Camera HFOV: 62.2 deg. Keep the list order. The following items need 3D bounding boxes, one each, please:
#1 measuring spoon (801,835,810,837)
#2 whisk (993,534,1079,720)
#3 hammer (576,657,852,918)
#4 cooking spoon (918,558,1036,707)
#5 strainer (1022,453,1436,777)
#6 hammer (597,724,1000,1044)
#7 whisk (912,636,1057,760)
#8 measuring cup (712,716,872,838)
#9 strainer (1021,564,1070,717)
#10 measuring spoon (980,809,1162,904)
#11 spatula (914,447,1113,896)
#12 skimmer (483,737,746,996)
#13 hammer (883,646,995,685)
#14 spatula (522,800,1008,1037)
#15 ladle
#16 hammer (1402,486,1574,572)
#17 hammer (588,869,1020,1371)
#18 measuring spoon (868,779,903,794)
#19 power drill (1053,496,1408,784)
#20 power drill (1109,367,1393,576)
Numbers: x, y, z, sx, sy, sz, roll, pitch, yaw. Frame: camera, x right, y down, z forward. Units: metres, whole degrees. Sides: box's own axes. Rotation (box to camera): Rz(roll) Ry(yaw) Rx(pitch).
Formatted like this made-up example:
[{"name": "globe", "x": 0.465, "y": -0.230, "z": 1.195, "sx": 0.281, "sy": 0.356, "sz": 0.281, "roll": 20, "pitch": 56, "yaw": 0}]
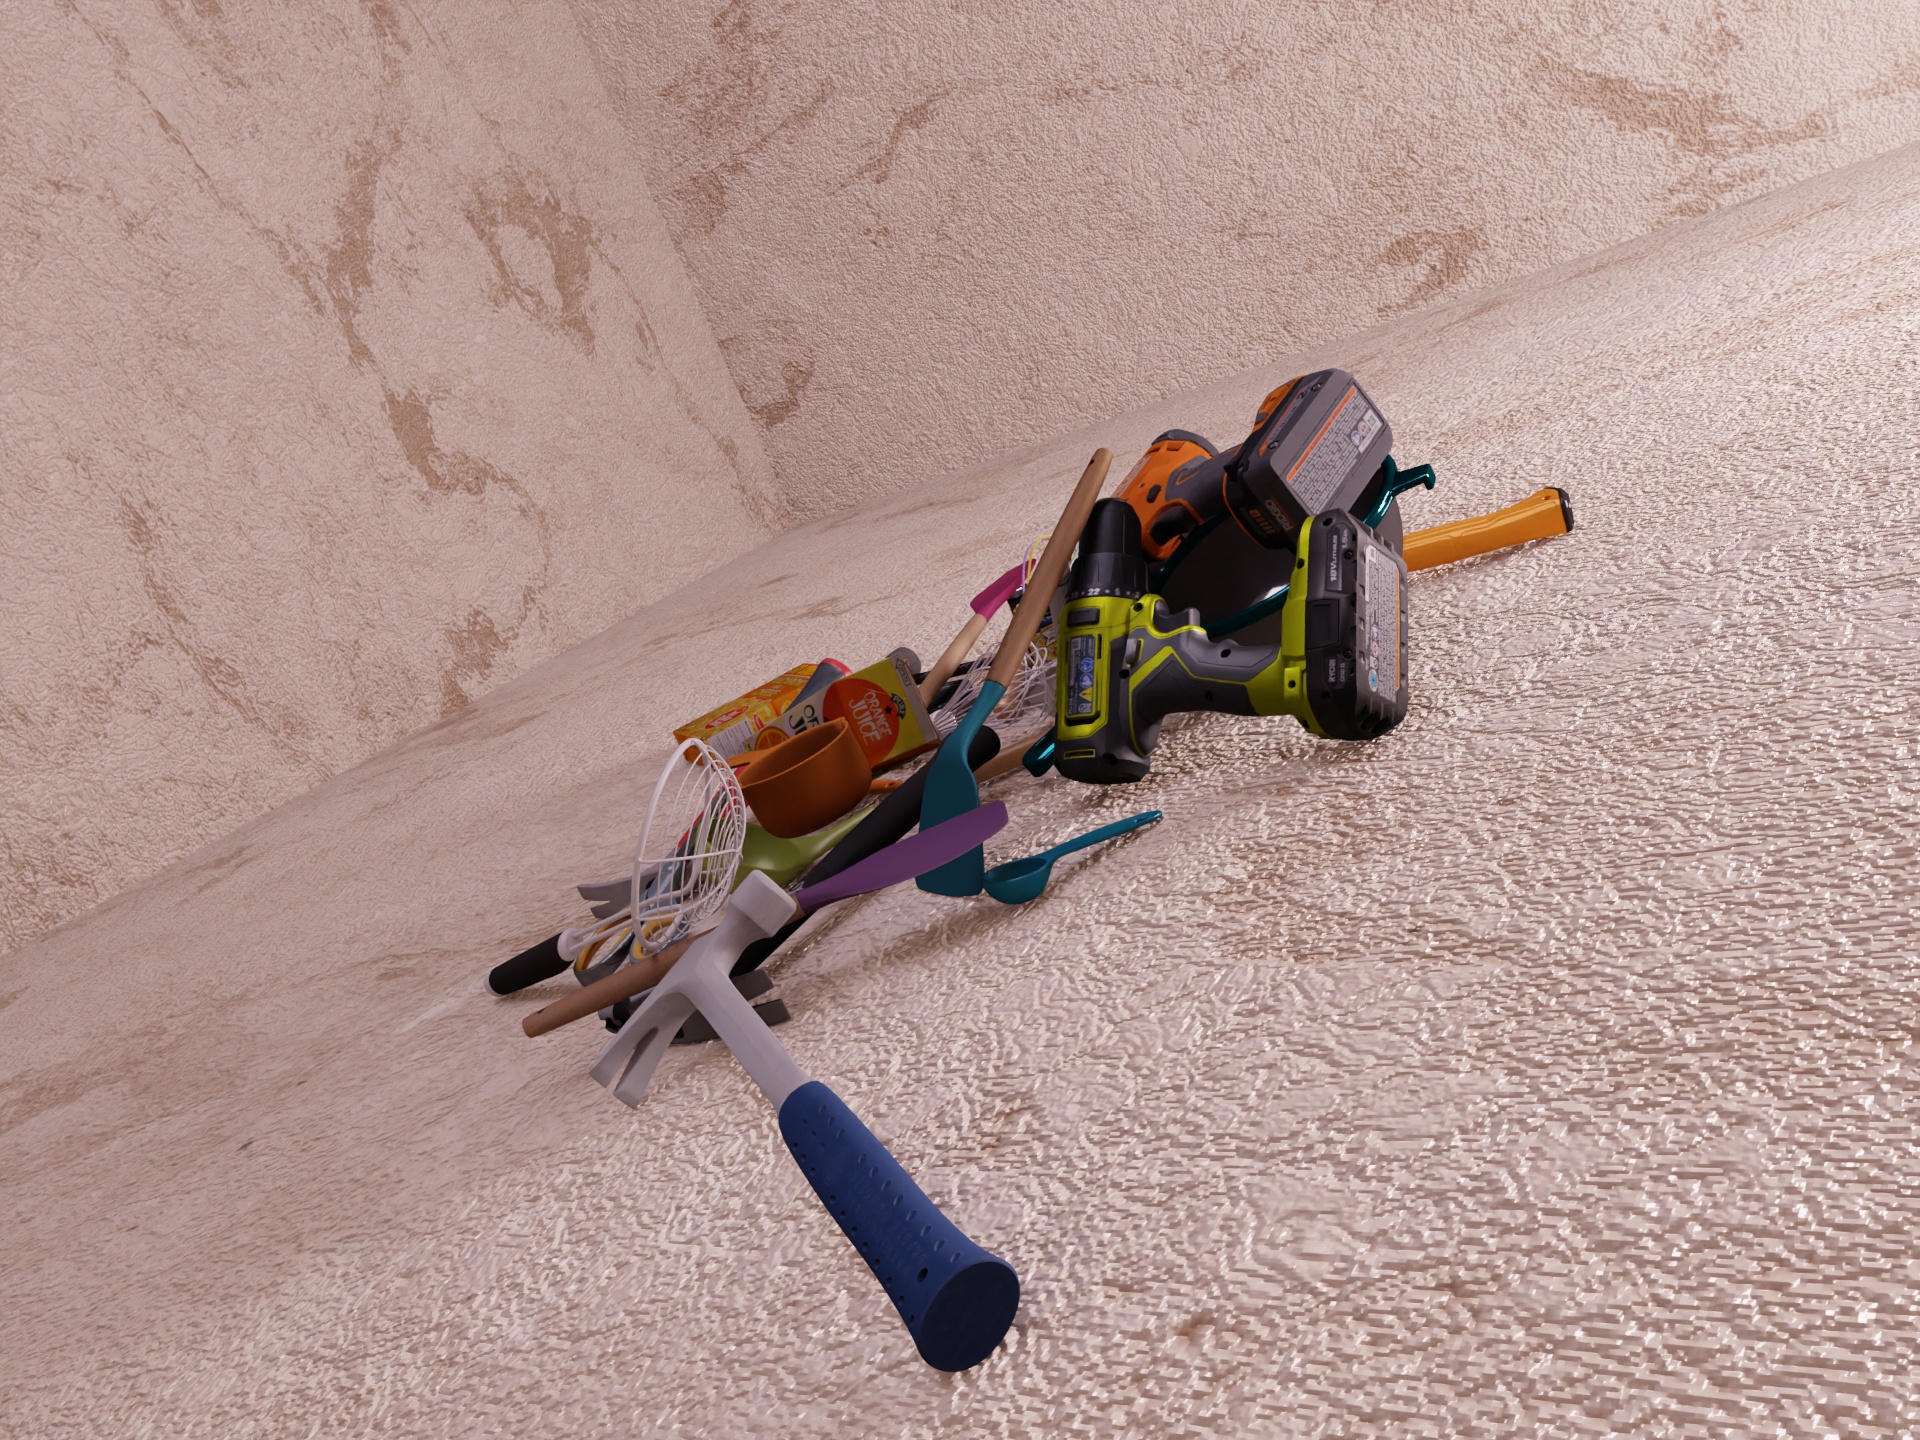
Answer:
[{"name": "measuring spoon", "x": -0.084, "y": 0.077, "z": 1.205, "sx": 0.124, "sy": 0.018, "sz": 0.034, "roll": -25, "pitch": 13, "yaw": -13}, {"name": "whisk", "x": 0.069, "y": -0.086, "z": 1.404, "sx": 0.051, "sy": 0.047, "sz": 0.245, "roll": -13, "pitch": 38, "yaw": 29}, {"name": "hammer", "x": -0.189, "y": 0.045, "z": 1.387, "sx": 0.143, "sy": 0.038, "sz": 0.386, "roll": -18, "pitch": 20, "yaw": 25}, {"name": "cooking spoon", "x": 0.009, "y": -0.079, "z": 1.445, "sx": 0.069, "sy": 0.017, "sz": 0.319, "roll": -26, "pitch": 16, "yaw": 30}, {"name": "strainer", "x": 0.193, "y": -0.056, "z": 1.143, "sx": 0.340, "sy": 0.095, "sz": 0.211, "roll": -43, "pitch": 21, "yaw": -5}, {"name": "hammer", "x": -0.077, "y": 0.096, "z": 1.038, "sx": 0.146, "sy": 0.035, "sz": 0.335, "roll": -10, "pitch": 23, "yaw": 45}, {"name": "whisk", "x": -0.001, "y": -0.004, "z": 1.232, "sx": 0.070, "sy": 0.070, "sz": 0.284, "roll": -31, "pitch": 1, "yaw": -29}, {"name": "measuring cup", "x": -0.127, "y": 0.046, "z": 1.129, "sx": 0.095, "sy": 0.052, "sz": 0.174, "roll": -36, "pitch": 14, "yaw": -30}, {"name": "strainer", "x": 0.081, "y": -0.054, "z": 1.179, "sx": 0.087, "sy": 0.050, "sz": 0.258, "roll": -24, "pitch": -27, "yaw": -2}, {"name": "measuring spoon", "x": 0.071, "y": 0.083, "z": 0.947, "sx": 0.128, "sy": 0.021, "sz": 0.042, "roll": -20, "pitch": 10, "yaw": -26}, {"name": "spatula", "x": 0.040, "y": -0.039, "z": 1.028, "sx": 0.082, "sy": 0.044, "sz": 0.318, "roll": -5, "pitch": 56, "yaw": 59}, {"name": "skimmer", "x": -0.250, "y": 0.117, "z": 1.036, "sx": 0.363, "sy": 0.090, "sz": 0.127, "roll": -28, "pitch": 36, "yaw": 44}, {"name": "hammer", "x": 0.049, "y": -0.058, "z": 1.472, "sx": 0.409, "sy": 0.036, "sz": 0.149, "roll": -12, "pitch": 19, "yaw": 39}, {"name": "spatula", "x": -0.116, "y": 0.119, "z": 0.932, "sx": 0.316, "sy": 0.018, "sz": 0.060, "roll": -24, "pitch": 18, "yaw": 6}, {"name": "ladle", "x": -0.040, "y": 0.049, "z": 1.167, "sx": 0.320, "sy": 0.062, "sz": 0.078, "roll": -23, "pitch": 29, "yaw": -10}, {"name": "hammer", "x": 0.303, "y": -0.117, "z": 1.243, "sx": 0.337, "sy": 0.034, "sz": 0.127, "roll": -14, "pitch": 32, "yaw": 22}, {"name": "hammer", "x": -0.079, "y": 0.176, "z": 0.722, "sx": 0.144, "sy": 0.035, "sz": 0.406, "roll": -49, "pitch": 23, "yaw": -9}, {"name": "measuring spoon", "x": -0.079, "y": 0.051, "z": 1.311, "sx": 0.021, "sy": 0.011, "sz": 0.117, "roll": -30, "pitch": 15, "yaw": -27}, {"name": "power drill", "x": 0.160, "y": -0.062, "z": 1.011, "sx": 0.228, "sy": 0.191, "sz": 0.080, "roll": -6, "pitch": -16, "yaw": 38}, {"name": "power drill", "x": 0.178, "y": -0.154, "z": 1.129, "sx": 0.164, "sy": 0.084, "sz": 0.226, "roll": -52, "pitch": 20, "yaw": -24}]
